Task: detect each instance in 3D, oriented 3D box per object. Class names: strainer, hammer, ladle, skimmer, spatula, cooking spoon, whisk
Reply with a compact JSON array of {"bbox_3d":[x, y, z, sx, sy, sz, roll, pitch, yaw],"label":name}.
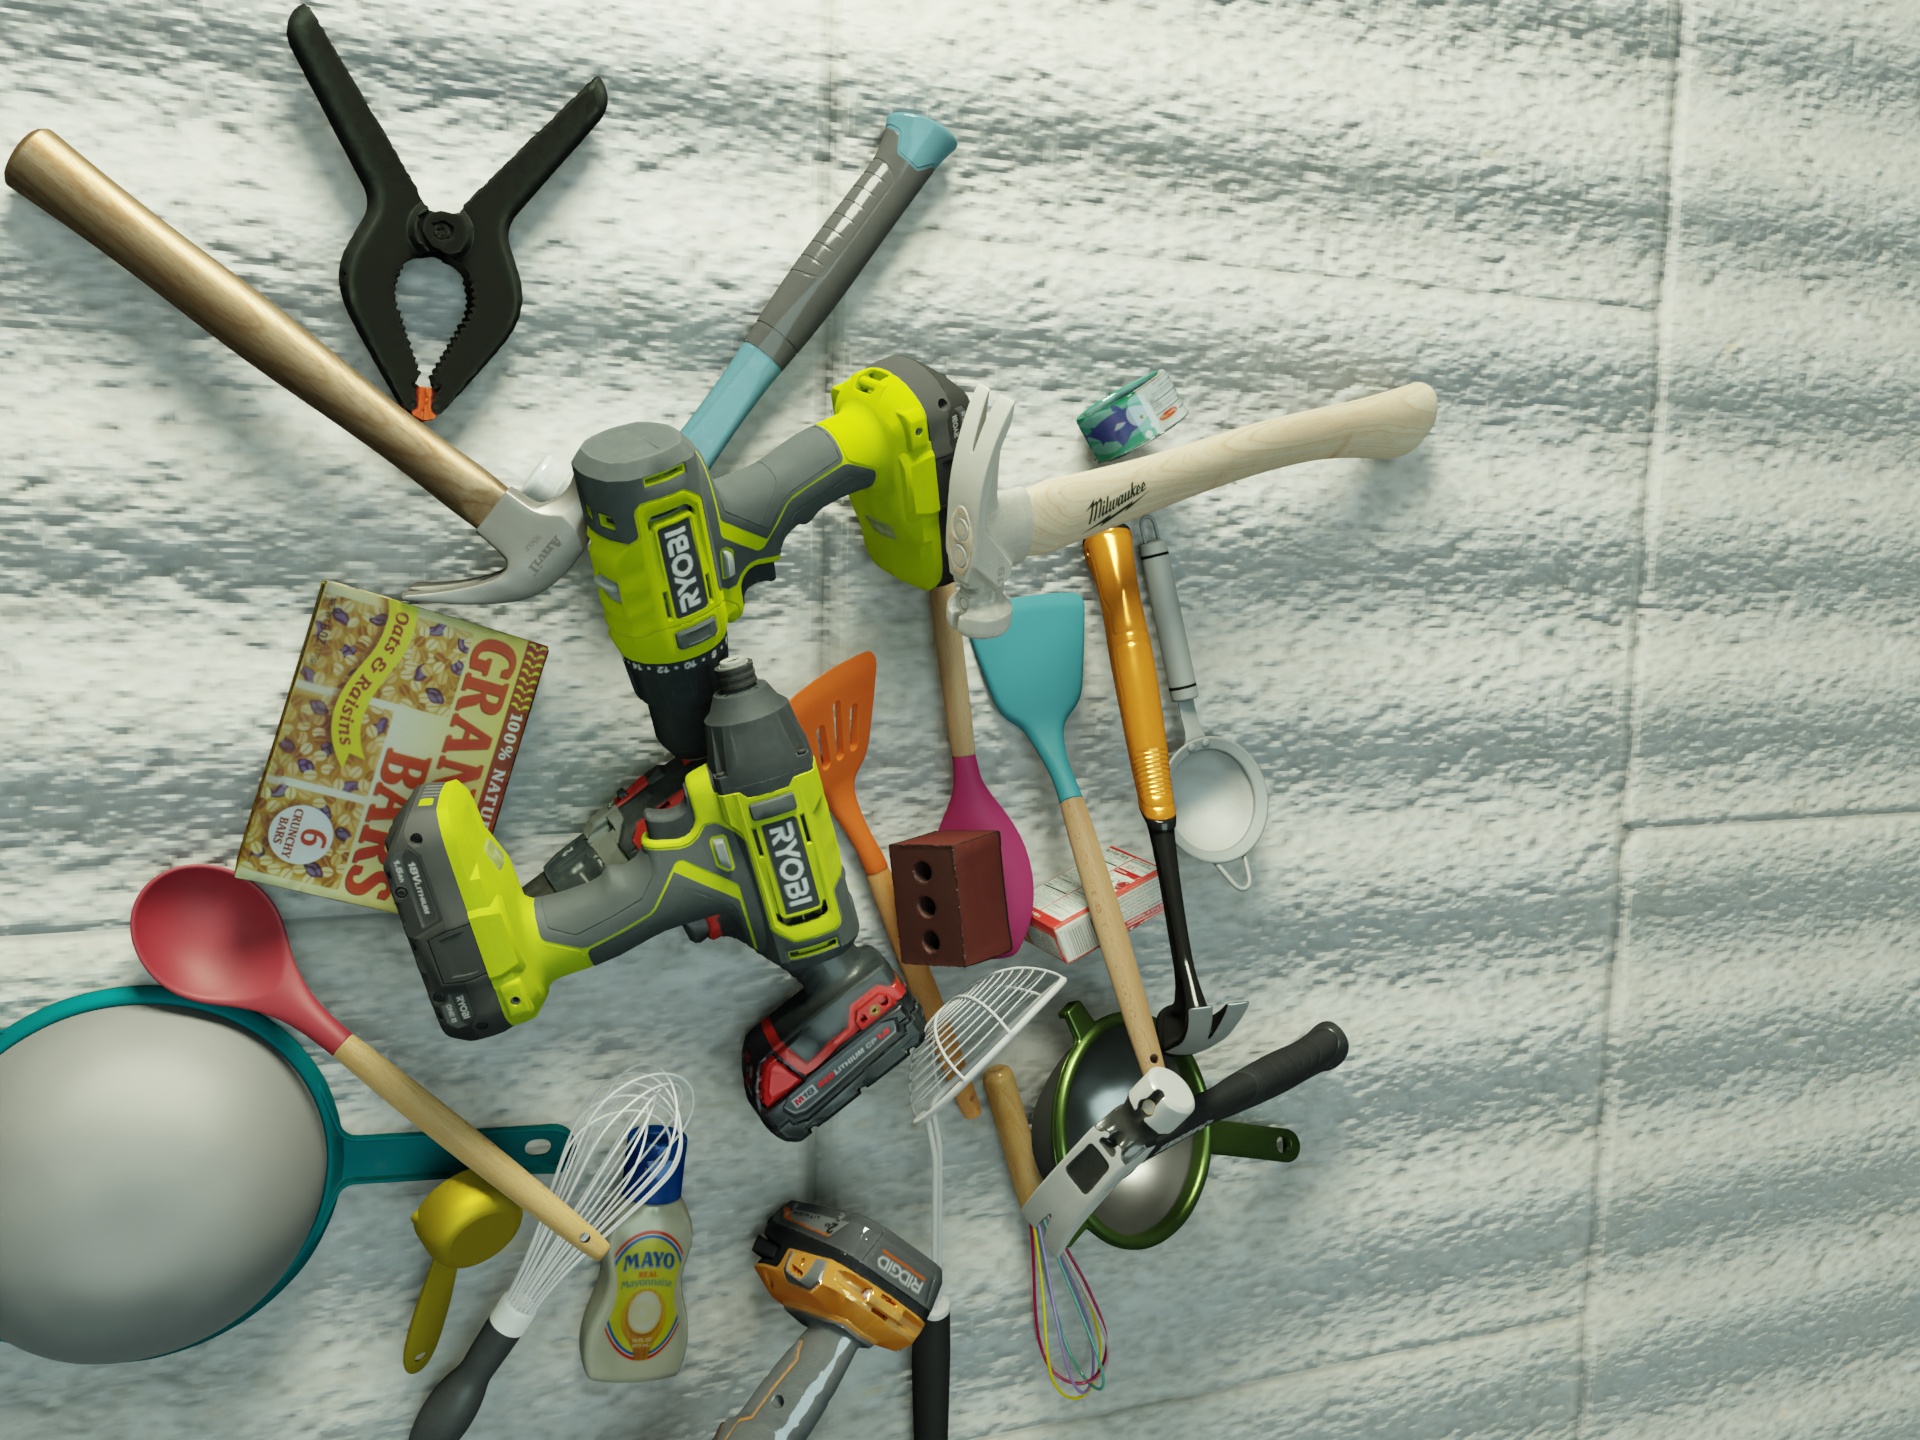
[{"bbox_3d":[-0.375,0.254,0.853,0.340,0.095,0.211,2,95,-21],"label":"strainer"},{"bbox_3d":[0.162,-0.170,0.997,0.410,0.038,0.146,-20,130,-33],"label":"hammer"},{"bbox_3d":[-0.341,-0.181,0.831,0.331,0.031,0.130,38,99,-15],"label":"hammer"},{"bbox_3d":[-0.315,0.192,0.866,0.315,0.031,0.069,41,72,-4],"label":"ladle"},{"bbox_3d":[0.012,0.327,1.009,0.127,0.090,0.363,-30,124,-63],"label":"skimmer"},{"bbox_3d":[-0.039,0.116,1.004,0.081,0.041,0.322,-35,112,-41],"label":"spatula"},{"bbox_3d":[0.165,0.247,1.018,0.334,0.035,0.146,-4,137,-54],"label":"hammer"},{"bbox_3d":[0.152,-0.012,1.069,0.087,0.050,0.258,-15,96,-26],"label":"strainer"},{"bbox_3d":[0.133,0.283,1.090,0.256,0.069,0.152,18,68,-40],"label":"strainer"},{"bbox_3d":[-0.002,-0.003,1.008,0.069,0.017,0.319,-6,95,16],"label":"cooking spoon"},{"bbox_3d":[-0.241,0.319,0.922,0.070,0.070,0.284,30,98,-23],"label":"whisk"},{"bbox_3d":[0.055,0.348,1.070,0.047,0.051,0.245,-18,100,-14],"label":"whisk"},{"bbox_3d":[-0.110,-0.227,0.939,0.128,0.033,0.331,37,82,-21],"label":"hammer"},{"bbox_3d":[0.117,0.031,0.975,0.034,0.127,0.337,-6,71,-5],"label":"hammer"},{"bbox_3d":[0.078,0.070,0.993,0.082,0.044,0.318,-10,68,-16],"label":"spatula"}]

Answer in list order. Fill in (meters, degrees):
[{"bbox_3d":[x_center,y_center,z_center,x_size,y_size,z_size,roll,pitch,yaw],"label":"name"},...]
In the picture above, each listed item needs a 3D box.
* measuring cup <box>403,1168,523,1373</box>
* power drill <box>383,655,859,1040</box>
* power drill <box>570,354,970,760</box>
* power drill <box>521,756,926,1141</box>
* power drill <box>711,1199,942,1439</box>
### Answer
[{"bbox_3d":[-0.289,0.322,0.905,0.062,0.029,0.156,-1,120,-45],"label":"measuring cup"},{"bbox_3d":[-0.180,0.070,0.851,0.223,0.080,0.171,-16,107,-8],"label":"power drill"},{"bbox_3d":[-0.098,-0.096,0.898,0.228,0.080,0.190,-29,129,-30],"label":"power drill"},{"bbox_3d":[-0.148,0.141,0.945,0.188,0.080,0.226,-37,105,-9],"label":"power drill"},{"bbox_3d":[-0.124,0.409,0.955,0.084,0.185,0.226,42,61,-21],"label":"power drill"}]
